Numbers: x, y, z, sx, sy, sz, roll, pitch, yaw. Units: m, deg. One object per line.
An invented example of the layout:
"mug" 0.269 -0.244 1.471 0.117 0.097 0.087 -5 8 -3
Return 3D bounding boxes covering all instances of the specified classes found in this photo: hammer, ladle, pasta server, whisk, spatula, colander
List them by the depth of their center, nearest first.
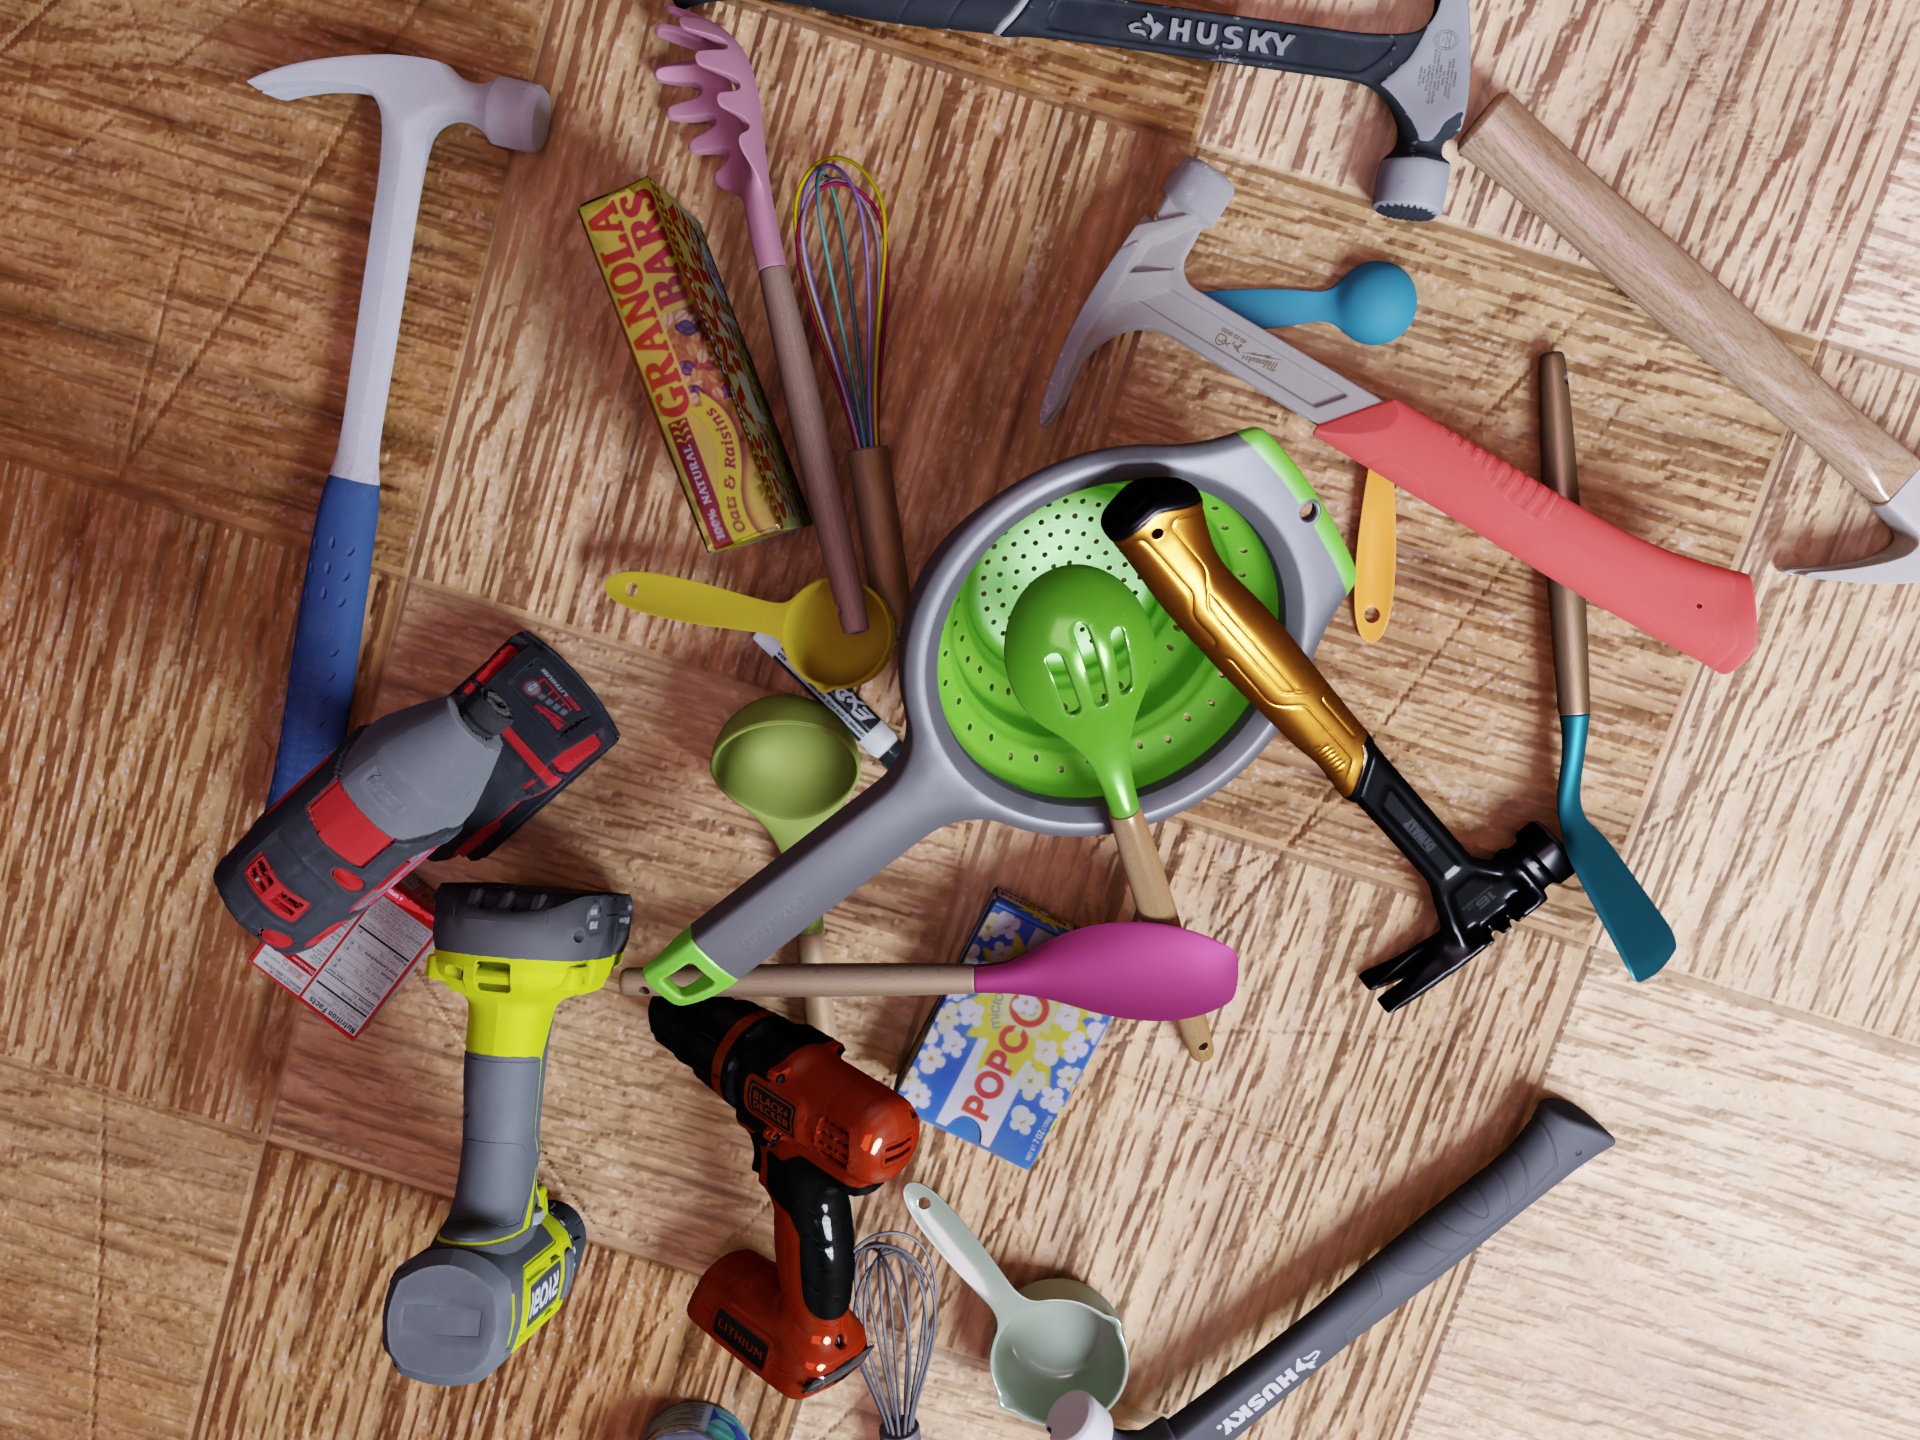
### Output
"hammer" 0.171 0.012 0.764 0.127 0.034 0.336 -41 120 8
"hammer" 0.049 -0.353 0.782 0.409 0.036 0.149 10 98 1
"hammer" 0.220 -0.122 0.782 0.359 0.037 0.149 33 102 5
"pasta server" -0.094 -0.196 0.787 0.040 0.060 0.316 -13 90 -25
"colander" -0.001 -0.003 0.789 0.397 0.095 0.204 -37 122 7
"hammer" 0.381 -0.190 0.794 0.331 0.031 0.130 39 98 -3
"whisk" -0.048 -0.161 0.811 0.047 0.051 0.245 -9 101 -2
"spatula" 0.323 -0.030 0.812 0.044 0.082 0.317 -3 95 38
"hammer" -0.320 -0.138 0.829 0.144 0.035 0.405 12 99 0
"ladle" -0.079 0.142 0.851 0.078 0.062 0.320 -5 101 3
"hammer" 0.216 0.322 0.863 0.335 0.035 0.146 -40 114 2
"whisk" -0.031 0.397 0.893 0.055 0.055 0.239 -4 103 3

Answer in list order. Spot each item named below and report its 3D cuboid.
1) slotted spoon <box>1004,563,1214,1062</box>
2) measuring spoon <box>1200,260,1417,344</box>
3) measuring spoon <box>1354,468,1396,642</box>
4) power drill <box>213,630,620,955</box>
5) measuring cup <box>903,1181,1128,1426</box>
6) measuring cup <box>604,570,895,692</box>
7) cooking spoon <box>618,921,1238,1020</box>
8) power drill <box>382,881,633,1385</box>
"slotted spoon" 0.089 0.062 0.780 0.070 0.031 0.313 -24 124 -5
"measuring spoon" 0.168 -0.210 0.804 0.128 0.021 0.042 -3 98 2
"measuring spoon" 0.215 -0.098 0.826 0.021 0.011 0.117 0 102 2
"power drill" -0.245 0.025 0.756 0.143 0.220 0.078 -40 95 7
"measuring cup" 0.026 0.313 0.881 0.083 0.038 0.167 -39 93 7
"measuring cup" -0.108 -0.054 0.822 0.156 0.029 0.062 13 91 12
"cooking spoon" -0.018 0.133 0.817 0.319 0.017 0.068 -1 125 5
"power drill" -0.224 0.200 0.816 0.080 0.190 0.228 5 84 2
